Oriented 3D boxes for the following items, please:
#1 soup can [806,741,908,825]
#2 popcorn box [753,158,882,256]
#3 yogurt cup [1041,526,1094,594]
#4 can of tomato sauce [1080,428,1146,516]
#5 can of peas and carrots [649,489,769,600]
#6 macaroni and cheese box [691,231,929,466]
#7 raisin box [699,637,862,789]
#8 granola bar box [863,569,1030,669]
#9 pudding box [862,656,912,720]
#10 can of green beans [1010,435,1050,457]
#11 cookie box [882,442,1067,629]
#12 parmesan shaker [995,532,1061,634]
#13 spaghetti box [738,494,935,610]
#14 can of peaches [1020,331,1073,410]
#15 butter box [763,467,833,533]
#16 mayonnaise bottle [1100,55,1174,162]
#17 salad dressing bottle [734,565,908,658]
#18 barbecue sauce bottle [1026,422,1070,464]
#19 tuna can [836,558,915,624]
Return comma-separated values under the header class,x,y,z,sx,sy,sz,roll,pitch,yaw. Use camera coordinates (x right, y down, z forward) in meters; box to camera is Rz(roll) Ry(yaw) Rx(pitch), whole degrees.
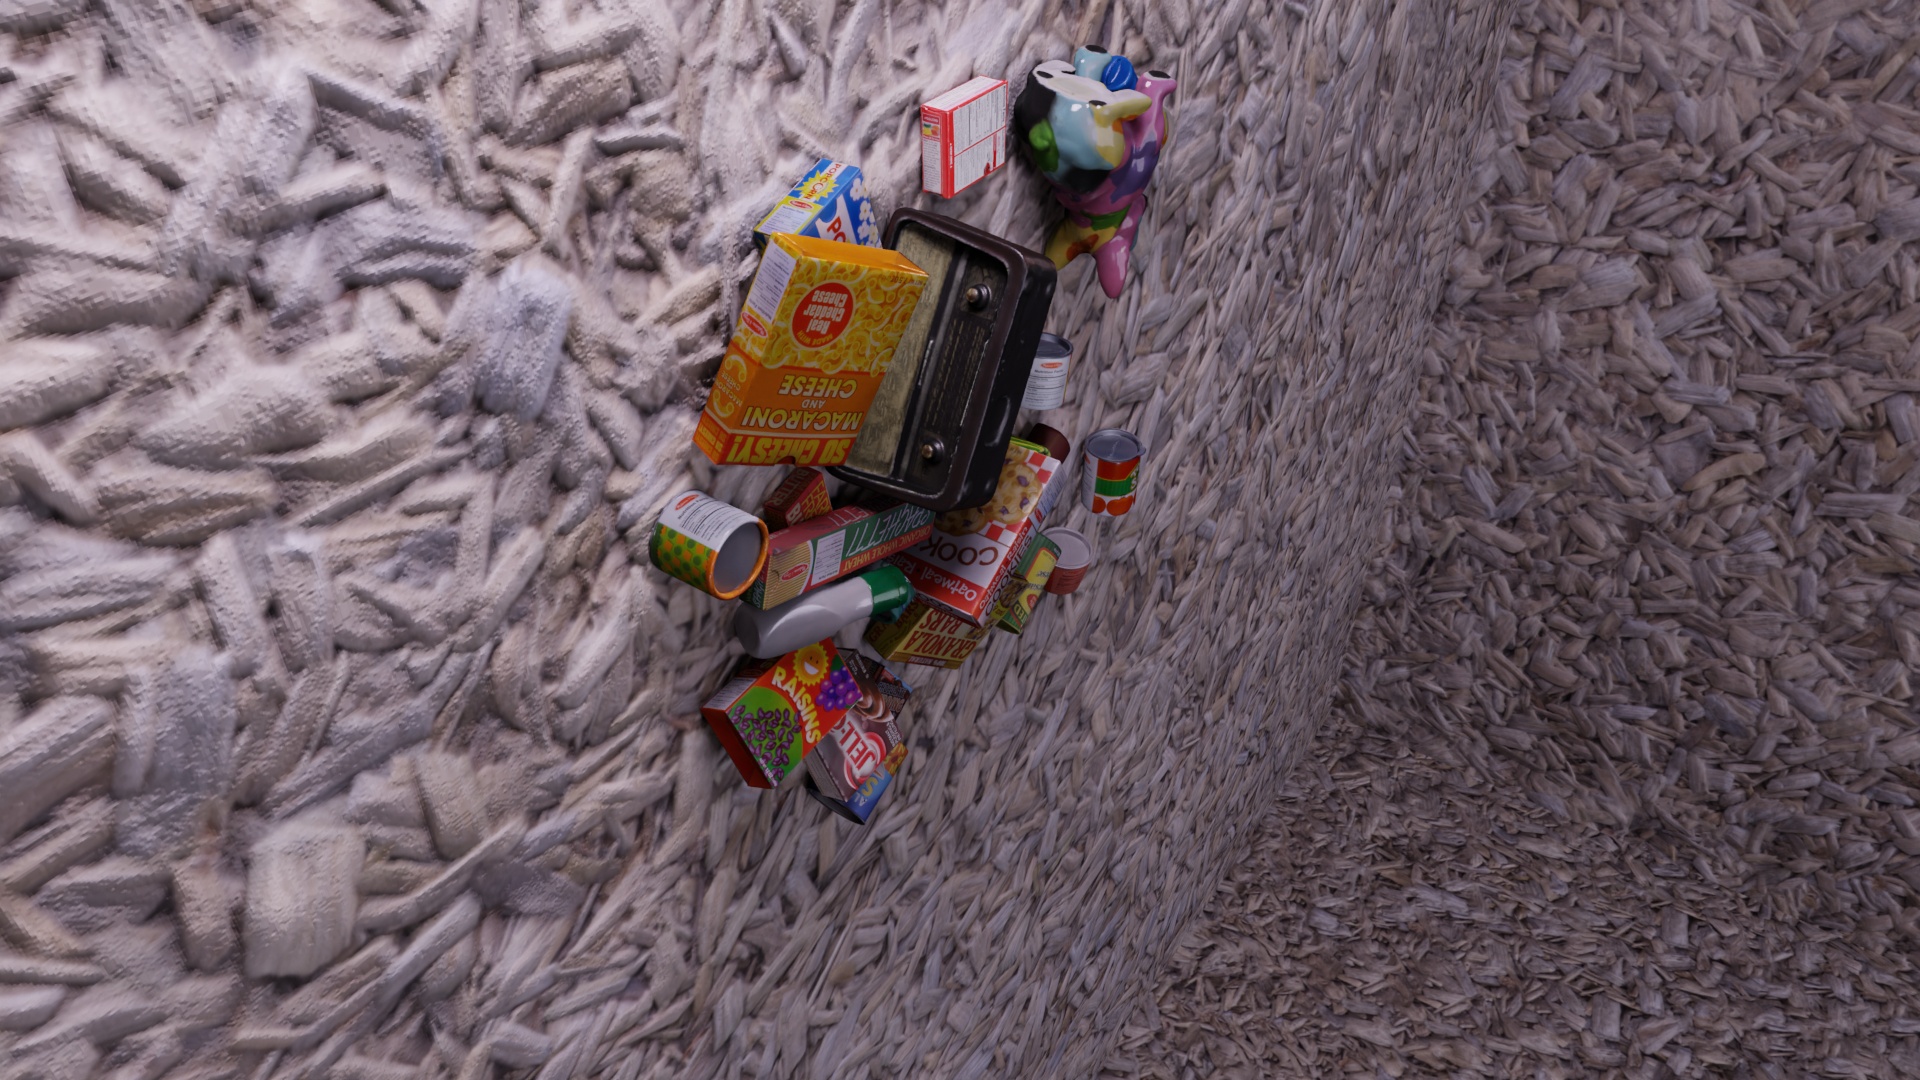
class,x,y,z,sx,sy,sz,roll,pitch,yaw
soup can,-0.100,0.222,1.346,0.084,0.071,0.071,-58,153,-20
popcorn box,-0.098,-0.204,1.023,0.085,0.038,0.126,-53,152,-24
yogurt cup,0.117,0.026,1.612,0.073,0.072,0.053,-42,153,-42
can of tomato sauce,0.179,-0.079,1.635,0.071,0.071,0.082,-43,147,-40
can of peas and carrots,-0.181,0.005,1.011,0.071,0.059,0.070,-44,146,-39
macaroni and cheese box,-0.107,-0.131,0.994,0.124,0.040,0.165,-3,127,-48
raisin box,-0.148,0.137,1.171,0.124,0.040,0.086,-45,118,-37
granola bar box,-0.011,0.068,1.383,0.124,0.039,0.165,-50,156,9
pudding box,-0.082,0.150,1.363,0.050,0.030,0.083,-62,155,-12
can of green beans,0.051,-0.073,1.402,0.071,0.058,0.071,-44,147,-39
cookie box,0.005,-0.016,1.282,0.168,0.123,0.040,-60,153,-15
parmesan shaker,0.058,0.040,1.502,0.103,0.071,0.071,-61,154,-11
spaghetti box,-0.094,0.000,1.154,0.251,0.029,0.050,-25,132,-57
can of peaches,0.073,-0.167,1.360,0.071,0.071,0.057,-34,140,-49
butter box,-0.128,-0.010,1.144,0.053,0.024,0.103,-52,152,-30
mayonnaise bottle,0.169,-0.421,1.359,0.065,0.041,0.148,-64,155,-1
salad dressing bottle,-0.113,0.056,1.152,0.148,0.044,0.064,-16,145,-35
barbecue sauce bottle,0.063,-0.048,1.464,0.149,0.044,0.064,-60,159,-13
tuna can,-0.074,0.044,1.243,0.033,0.071,0.070,-54,152,-22
